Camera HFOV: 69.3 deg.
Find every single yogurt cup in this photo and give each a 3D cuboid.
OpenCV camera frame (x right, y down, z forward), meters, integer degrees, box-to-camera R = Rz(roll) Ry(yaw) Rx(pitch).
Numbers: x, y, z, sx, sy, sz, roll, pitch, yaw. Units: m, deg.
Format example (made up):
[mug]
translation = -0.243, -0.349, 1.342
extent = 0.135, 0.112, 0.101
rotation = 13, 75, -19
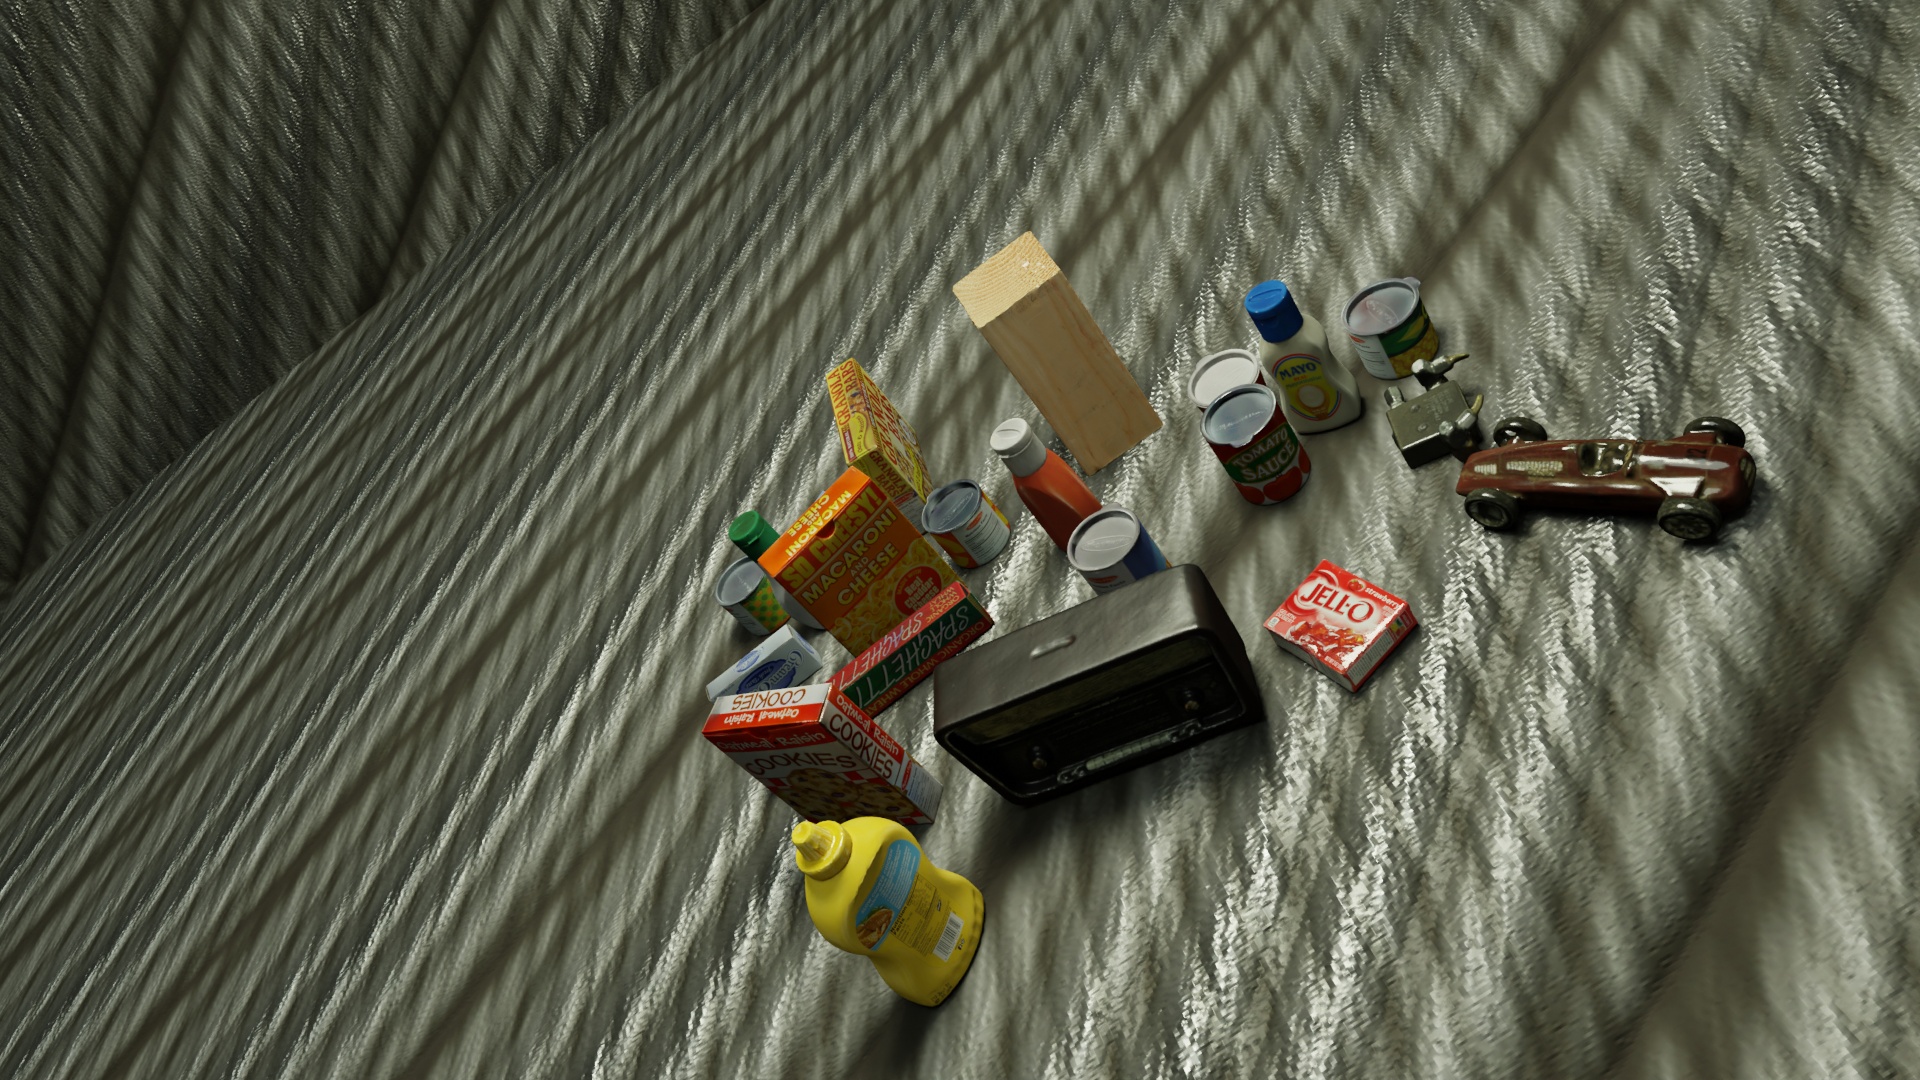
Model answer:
[yogurt cup]
translation = 0.245, -0.129, 1.243
extent = 0.072, 0.053, 0.073
rotation = -23, 41, 22

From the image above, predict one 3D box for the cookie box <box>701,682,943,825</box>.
[cookie box]
translation = -0.112, 0.182, 1.144
extent = 0.123, 0.167, 0.040
rotation = -11, 47, 32

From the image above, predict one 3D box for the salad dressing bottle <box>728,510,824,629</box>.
[salad dressing bottle]
translation = -0.167, 0.029, 1.356
extent = 0.064, 0.147, 0.044
rotation = -39, 38, 3

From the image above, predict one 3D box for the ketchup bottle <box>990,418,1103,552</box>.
[ketchup bottle]
translation = 0.078, -0.046, 1.224
extent = 0.064, 0.148, 0.044
rotation = 5, 57, 43

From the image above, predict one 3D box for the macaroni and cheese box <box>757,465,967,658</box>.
[macaroni and cheese box]
translation = -0.086, 0.031, 1.271
extent = 0.124, 0.166, 0.040
rotation = -46, 38, -7

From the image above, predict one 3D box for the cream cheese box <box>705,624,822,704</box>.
[cream cheese box]
translation = -0.190, 0.132, 1.351
extent = 0.104, 0.053, 0.024
rotation = -38, 38, 4

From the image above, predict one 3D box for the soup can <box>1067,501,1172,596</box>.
[soup can]
translation = 0.138, 0.021, 1.161
extent = 0.071, 0.083, 0.072
rotation = -23, 41, 22

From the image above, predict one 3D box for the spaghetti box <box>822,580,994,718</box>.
[spaghetti box]
translation = -0.081, 0.130, 1.264
extent = 0.250, 0.050, 0.029
rotation = -38, 38, 3

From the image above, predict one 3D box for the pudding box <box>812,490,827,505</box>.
[pudding box]
translation = -0.144, -0.005, 1.449
extent = 0.030, 0.049, 0.084
rotation = 10, 60, 45

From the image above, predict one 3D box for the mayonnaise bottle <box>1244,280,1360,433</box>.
[mayonnaise bottle]
translation = 0.282, -0.152, 1.159
extent = 0.064, 0.147, 0.041
rotation = -15, 45, 30

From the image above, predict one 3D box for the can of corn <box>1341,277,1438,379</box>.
[can of corn]
translation = 0.370, -0.182, 1.187
extent = 0.071, 0.058, 0.071
rotation = -23, 41, 22

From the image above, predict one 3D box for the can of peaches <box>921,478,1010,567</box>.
[can of peaches]
translation = 0.005, -0.017, 1.330
extent = 0.071, 0.058, 0.071
rotation = -23, 41, 22

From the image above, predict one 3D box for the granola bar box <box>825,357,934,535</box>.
[granola bar box]
translation = -0.080, -0.095, 1.424
extent = 0.039, 0.124, 0.166
rotation = -32, 39, 11

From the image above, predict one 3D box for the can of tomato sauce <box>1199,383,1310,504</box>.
[can of tomato sauce]
translation = 0.249, -0.079, 1.166
extent = 0.071, 0.083, 0.071
rotation = -23, 41, 22

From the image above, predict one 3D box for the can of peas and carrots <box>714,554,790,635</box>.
[can of peas and carrots]
translation = -0.209, 0.054, 1.438
extent = 0.071, 0.058, 0.071
rotation = -23, 41, 22
